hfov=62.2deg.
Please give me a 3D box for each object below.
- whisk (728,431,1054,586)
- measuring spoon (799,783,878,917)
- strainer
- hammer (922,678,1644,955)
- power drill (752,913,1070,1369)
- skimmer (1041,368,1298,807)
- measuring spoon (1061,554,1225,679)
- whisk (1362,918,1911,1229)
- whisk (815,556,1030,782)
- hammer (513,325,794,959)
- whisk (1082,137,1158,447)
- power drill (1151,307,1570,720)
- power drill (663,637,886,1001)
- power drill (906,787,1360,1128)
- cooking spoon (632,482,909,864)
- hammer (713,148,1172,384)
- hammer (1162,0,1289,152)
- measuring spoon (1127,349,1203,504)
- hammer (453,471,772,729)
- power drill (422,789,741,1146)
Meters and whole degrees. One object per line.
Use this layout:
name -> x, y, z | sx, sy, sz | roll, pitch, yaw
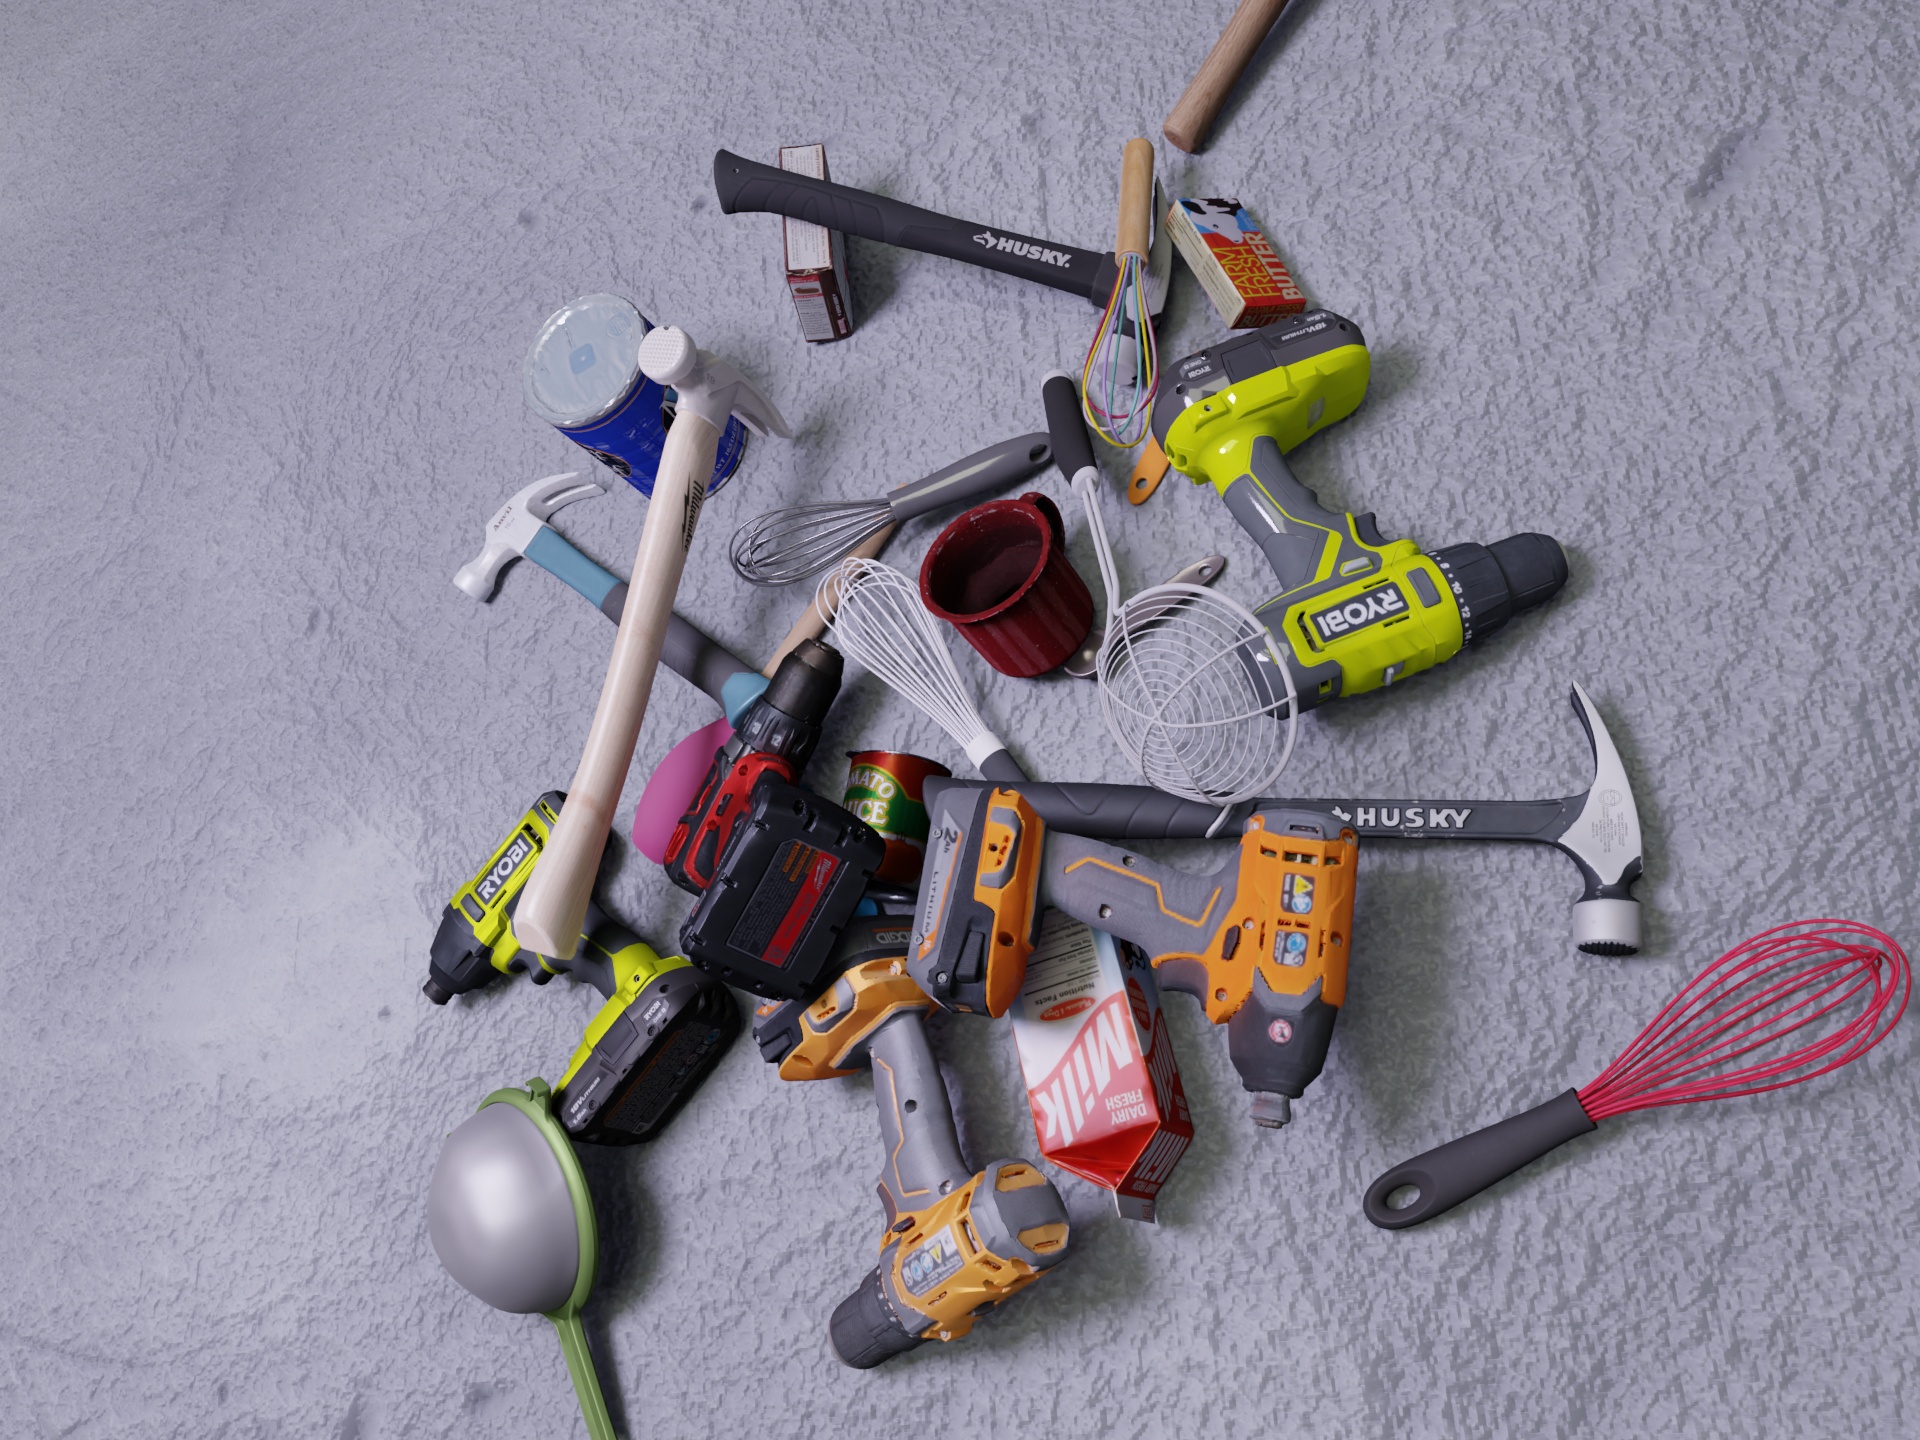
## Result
whisk -> -0.046, -0.148, 1.086 | 0.239, 0.055, 0.055 | -21, 64, 2
measuring spoon -> -0.089, 0.097, 1.055 | 0.042, 0.021, 0.129 | -11, 53, -16
strainer -> -0.276, 0.362, 0.993 | 0.151, 0.069, 0.256 | -35, 71, 43
hammer -> 0.172, 0.050, 0.918 | 0.409, 0.036, 0.149 | 1, 71, 18
power drill -> -0.045, 0.252, 0.933 | 0.185, 0.084, 0.226 | -47, 56, 32
skimmer -> 0.113, -0.103, 0.974 | 0.364, 0.090, 0.127 | -99, 26, -46
measuring spoon -> 0.120, -0.065, 1.019 | 0.124, 0.018, 0.034 | -35, 47, 2
whisk -> 0.335, 0.188, 0.810 | 0.296, 0.073, 0.073 | -34, 62, 18
whisk -> -0.001, -0.004, 1.030 | 0.070, 0.070, 0.285 | -41, 66, 6
hammer -> -0.210, -0.044, 1.060 | 0.038, 0.146, 0.411 | 10, 80, 27
whisk -> 0.107, -0.281, 1.025 | 0.047, 0.051, 0.245 | 7, 65, -2
power drill -> 0.229, -0.128, 0.946 | 0.190, 0.080, 0.229 | -21, 65, -1
power drill -> -0.113, 0.053, 0.983 | 0.188, 0.080, 0.227 | -61, 20, 6
power drill -> 0.092, 0.122, 0.850 | 0.226, 0.084, 0.164 | 6, 72, 12
cooking spoon -> -0.128, -0.035, 1.116 | 0.069, 0.017, 0.319 | 35, 90, 34
hammer -> -0.015, -0.341, 1.099 | 0.335, 0.035, 0.146 | 17, 73, 8
hammer -> 0.238, -0.541, 1.083 | 0.031, 0.130, 0.331 | 36, 98, 25
measuring spoon -> 0.139, -0.196, 1.054 | 0.021, 0.011, 0.117 | 24, 83, 29
hammer -> -0.246, -0.083, 1.168 | 0.331, 0.033, 0.128 | 34, 88, 33
power drill -> -0.266, 0.175, 1.077 | 0.223, 0.080, 0.171 | 40, 91, 33
